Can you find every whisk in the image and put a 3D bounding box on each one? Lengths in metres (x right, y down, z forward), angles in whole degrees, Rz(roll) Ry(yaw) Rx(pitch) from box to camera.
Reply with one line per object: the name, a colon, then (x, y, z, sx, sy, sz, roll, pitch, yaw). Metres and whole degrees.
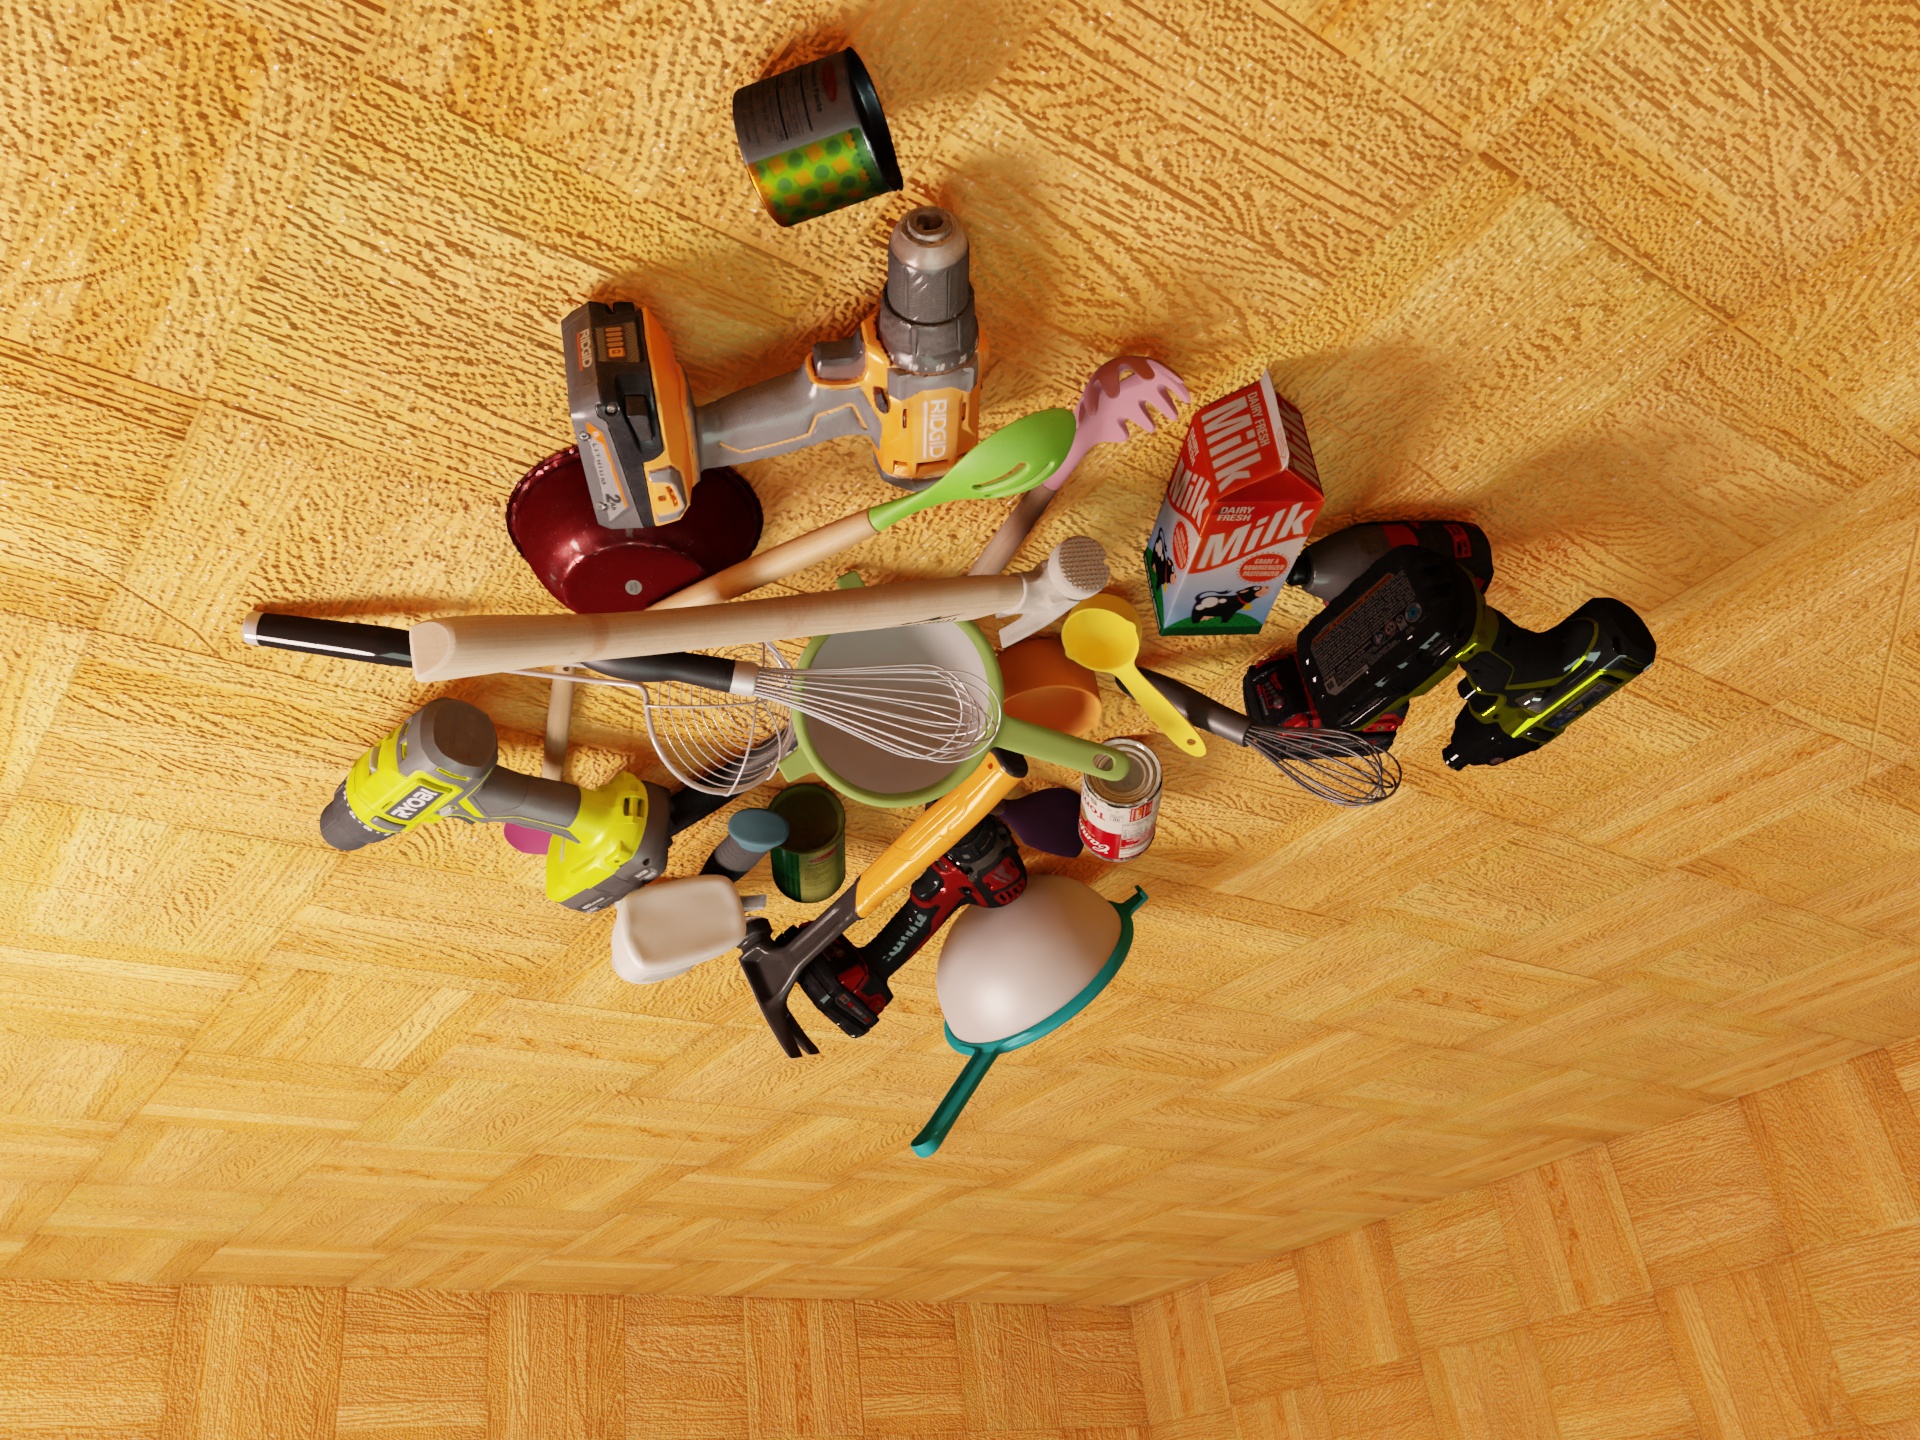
whisk: (0.214, 0.006, 1.173, 0.239, 0.055, 0.055, 26, 166, 32)
whisk: (-0.110, -0.023, 1.045, 0.284, 0.070, 0.070, 11, 146, -12)

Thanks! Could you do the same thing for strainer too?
strainer: (0.023, 0.245, 1.452, 0.211, 0.340, 0.095, -21, 110, 40)
strainer: (-0.002, -0.004, 1.141, 0.256, 0.151, 0.069, 17, -177, -19)

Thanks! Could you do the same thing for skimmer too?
skimmer: (-0.292, -0.030, 1.088, 0.363, 0.127, 0.090, 8, 168, -4)

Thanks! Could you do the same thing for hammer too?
hammer: (-0.120, -0.059, 0.969, 0.410, 0.038, 0.146, -8, 170, -23)
hammer: (-0.168, 0.043, 1.277, 0.335, 0.035, 0.146, -30, 142, 33)
hammer: (-0.201, 0.127, 1.321, 0.128, 0.033, 0.331, 14, 159, -16)
hammer: (-0.060, 0.133, 1.262, 0.034, 0.127, 0.336, 4, 140, -49)

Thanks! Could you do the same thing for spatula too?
spatula: (0.017, 0.065, 1.319, 0.018, 0.060, 0.315, 22, -178, 42)

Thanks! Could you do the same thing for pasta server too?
pasta server: (0.048, -0.132, 1.029, 0.060, 0.040, 0.316, -3, 152, -29)

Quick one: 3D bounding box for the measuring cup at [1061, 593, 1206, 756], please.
measuring cup: (0.134, -0.033, 1.166, 0.062, 0.029, 0.156, -25, 120, 36)

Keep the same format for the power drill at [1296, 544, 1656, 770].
power drill: (0.349, -0.032, 1.103, 0.223, 0.080, 0.171, 13, 137, -34)

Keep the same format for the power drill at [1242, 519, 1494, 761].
power drill: (0.285, -0.061, 1.168, 0.143, 0.079, 0.219, -3, 146, -10)

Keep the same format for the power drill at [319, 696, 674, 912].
power drill: (-0.355, 0.074, 1.213, 0.228, 0.080, 0.190, 25, 138, -38)

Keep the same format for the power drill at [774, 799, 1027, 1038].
power drill: (-0.050, 0.158, 1.390, 0.226, 0.080, 0.187, -40, 148, -6)

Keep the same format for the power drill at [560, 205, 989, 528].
power drill: (-0.096, -0.190, 0.861, 0.226, 0.084, 0.185, -9, 150, -8)

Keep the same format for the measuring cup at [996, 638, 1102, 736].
measuring cup: (0.042, -0.003, 1.233, 0.095, 0.052, 0.173, 8, 148, -25)

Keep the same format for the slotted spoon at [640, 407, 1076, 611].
slotted spoon: (-0.069, -0.108, 0.930, 0.314, 0.031, 0.070, -19, 168, 28)

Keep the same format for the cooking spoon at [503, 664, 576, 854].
cooking spoon: (-0.317, 0.032, 1.241, 0.068, 0.017, 0.318, 3, 148, -16)
